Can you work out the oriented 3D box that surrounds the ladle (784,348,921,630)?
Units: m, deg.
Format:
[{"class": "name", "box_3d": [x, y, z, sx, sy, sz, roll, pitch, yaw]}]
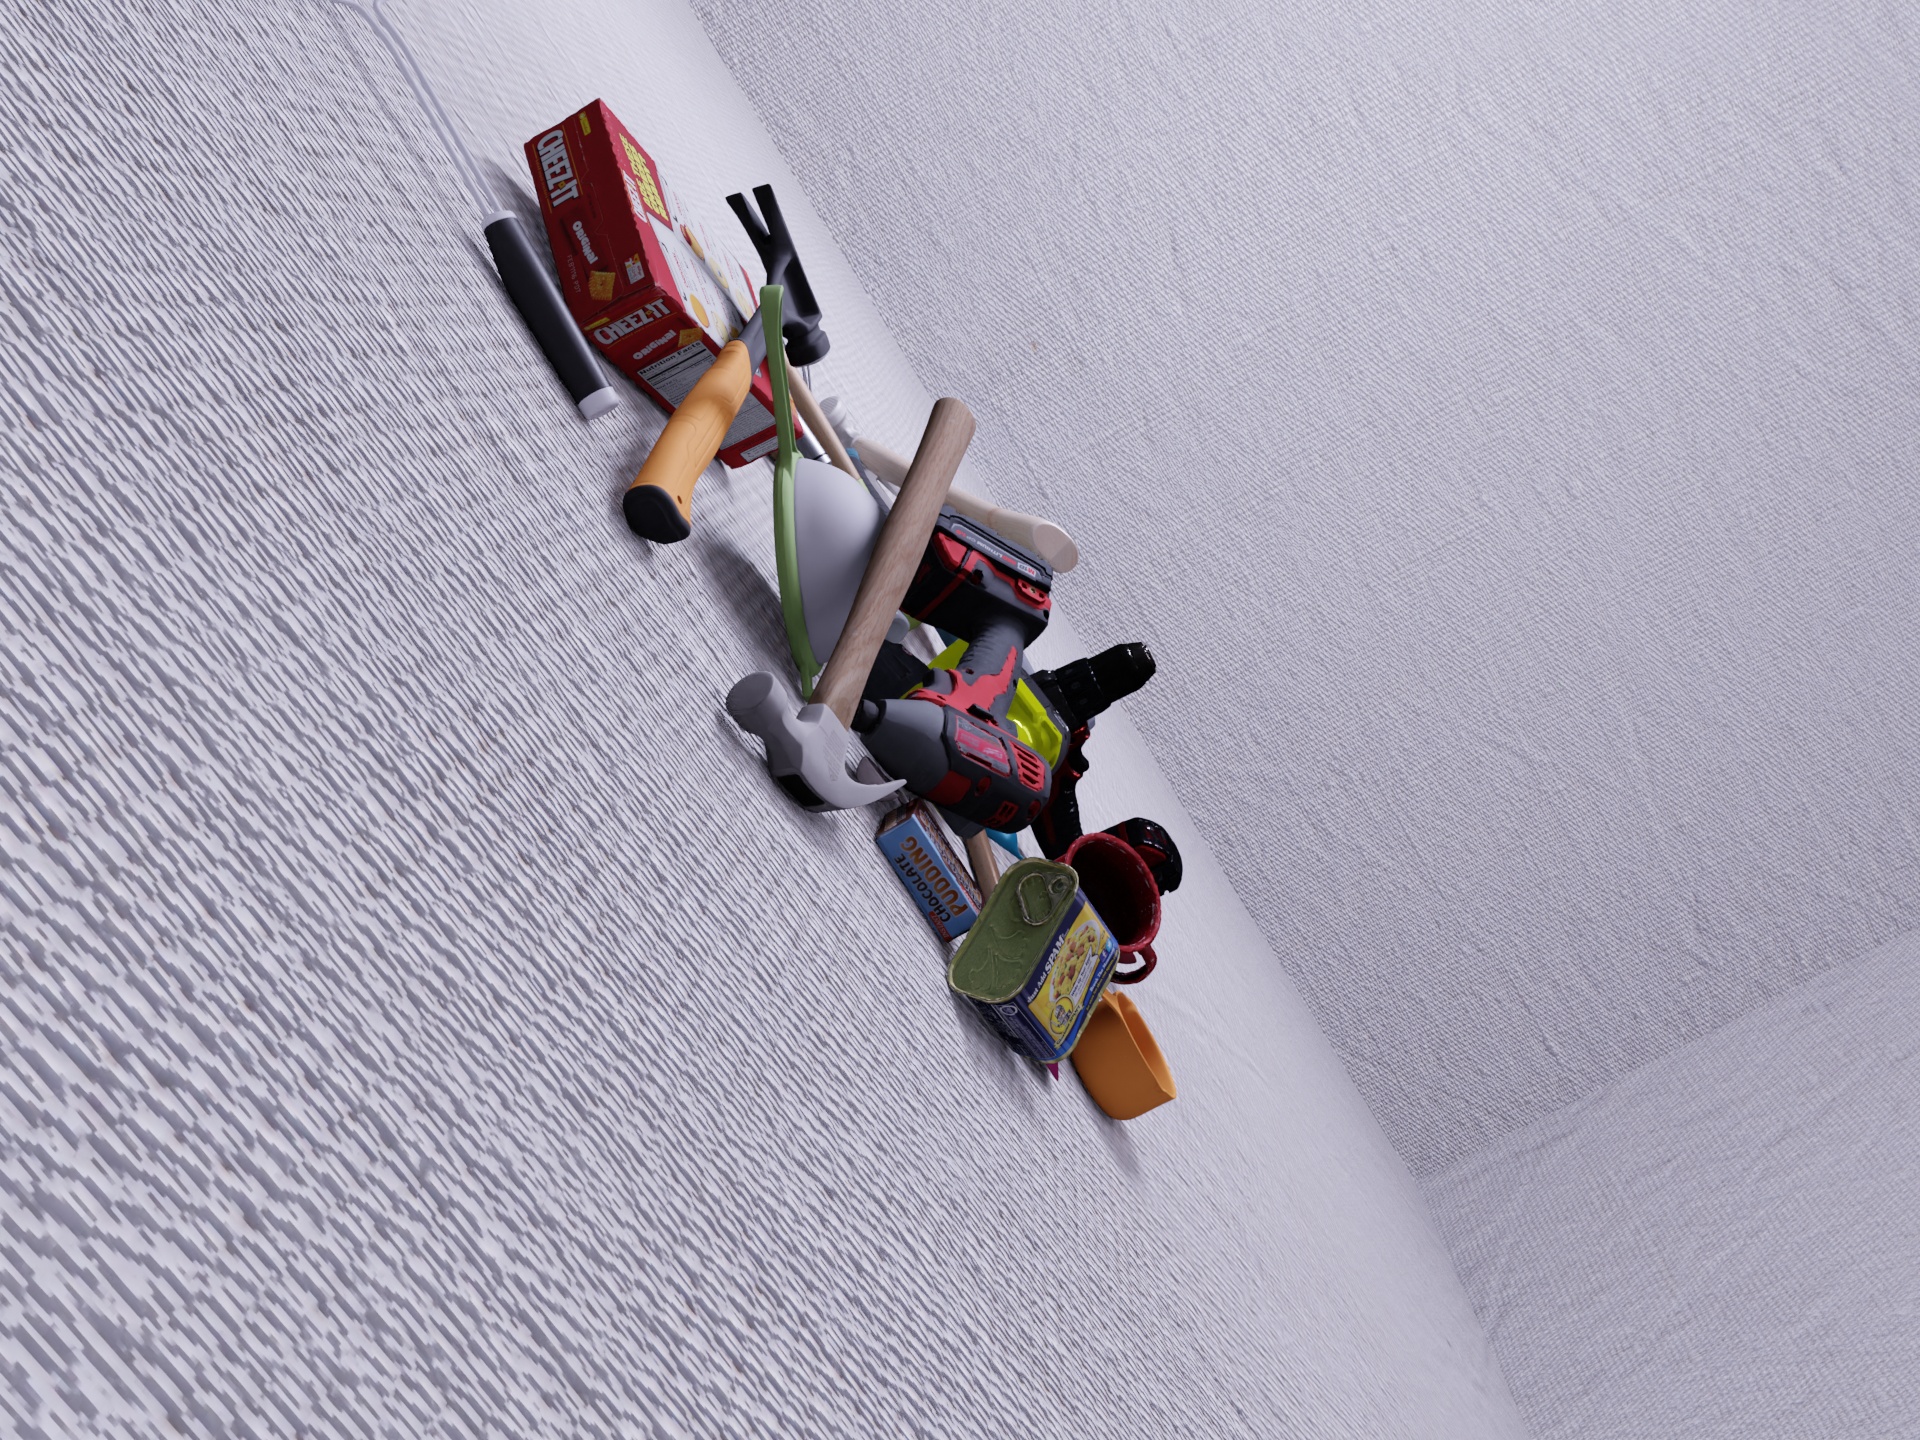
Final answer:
[{"class": "ladle", "box_3d": [-0.115, -0.220, 1.356, 0.320, 0.062, 0.078, 59, -11, -6]}]

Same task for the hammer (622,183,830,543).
[{"class": "hammer", "box_3d": [-0.148, -0.218, 0.992, 0.337, 0.034, 0.127, -77, 152, -52]}]

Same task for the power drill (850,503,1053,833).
[{"class": "power drill", "box_3d": [-0.005, -0.036, 1.094, 0.143, 0.078, 0.220, 26, 45, -24]}]

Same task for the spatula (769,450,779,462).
[{"class": "spatula", "box_3d": [-0.159, -0.232, 1.329, 0.315, 0.018, 0.060, 44, 21, -53]}]

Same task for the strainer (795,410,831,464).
[{"class": "strainer", "box_3d": [-0.177, -0.300, 1.316, 0.258, 0.050, 0.087, 55, -35, -2]}]

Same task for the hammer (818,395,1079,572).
[{"class": "hammer", "box_3d": [-0.009, -0.209, 1.529, 0.146, 0.038, 0.411, 49, -8, -38]}]

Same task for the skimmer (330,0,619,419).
[{"class": "skimmer", "box_3d": [-0.271, -0.344, 0.875, 0.127, 0.090, 0.363, -34, 97, -48]}]

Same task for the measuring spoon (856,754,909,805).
[{"class": "measuring spoon", "box_3d": [-0.046, 0.054, 1.062, 0.034, 0.018, 0.124, 52, -1, 23]}]

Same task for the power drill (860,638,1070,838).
[{"class": "power drill", "box_3d": [-0.002, -0.004, 1.226, 0.171, 0.080, 0.223, 53, 16, 7]}]

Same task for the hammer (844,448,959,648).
[{"class": "hammer", "box_3d": [-0.047, -0.143, 1.468, 0.331, 0.033, 0.128, 58, -25, 36]}]

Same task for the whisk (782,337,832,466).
[{"class": "whisk", "box_3d": [-0.141, -0.281, 1.493, 0.239, 0.055, 0.055, 65, 10, 12]}]

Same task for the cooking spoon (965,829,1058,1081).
[{"class": "cooking spoon", "box_3d": [0.027, 0.135, 1.160, 0.068, 0.017, 0.319, 61, 6, -37]}]

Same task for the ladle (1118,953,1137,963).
[{"class": "ladle", "box_3d": [0.095, 0.115, 1.556, 0.316, 0.031, 0.069, 65, 1, 40]}]

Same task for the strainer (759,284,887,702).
[{"class": "strainer", "box_3d": [-0.081, -0.150, 1.011, 0.152, 0.069, 0.256, -90, 176, -60]}]

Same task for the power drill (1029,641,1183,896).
[{"class": "power drill", "box_3d": [0.117, 0.052, 1.392, 0.226, 0.188, 0.080, 60, 9, -18]}]

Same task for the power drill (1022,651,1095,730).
[{"class": "power drill", "box_3d": [0.026, -0.074, 1.568, 0.226, 0.084, 0.185, 57, -11, -9]}]

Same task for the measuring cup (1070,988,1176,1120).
[{"class": "measuring cup", "box_3d": [0.093, 0.220, 1.147, 0.173, 0.052, 0.095, 52, 12, -30]}]

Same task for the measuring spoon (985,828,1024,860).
[{"class": "measuring spoon", "box_3d": [0.066, 0.111, 1.274, 0.128, 0.021, 0.042, 34, -2, -6]}]

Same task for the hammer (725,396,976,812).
[{"class": "hammer", "box_3d": [-0.045, -0.082, 0.969, 0.129, 0.031, 0.332, 58, 38, -37]}]
